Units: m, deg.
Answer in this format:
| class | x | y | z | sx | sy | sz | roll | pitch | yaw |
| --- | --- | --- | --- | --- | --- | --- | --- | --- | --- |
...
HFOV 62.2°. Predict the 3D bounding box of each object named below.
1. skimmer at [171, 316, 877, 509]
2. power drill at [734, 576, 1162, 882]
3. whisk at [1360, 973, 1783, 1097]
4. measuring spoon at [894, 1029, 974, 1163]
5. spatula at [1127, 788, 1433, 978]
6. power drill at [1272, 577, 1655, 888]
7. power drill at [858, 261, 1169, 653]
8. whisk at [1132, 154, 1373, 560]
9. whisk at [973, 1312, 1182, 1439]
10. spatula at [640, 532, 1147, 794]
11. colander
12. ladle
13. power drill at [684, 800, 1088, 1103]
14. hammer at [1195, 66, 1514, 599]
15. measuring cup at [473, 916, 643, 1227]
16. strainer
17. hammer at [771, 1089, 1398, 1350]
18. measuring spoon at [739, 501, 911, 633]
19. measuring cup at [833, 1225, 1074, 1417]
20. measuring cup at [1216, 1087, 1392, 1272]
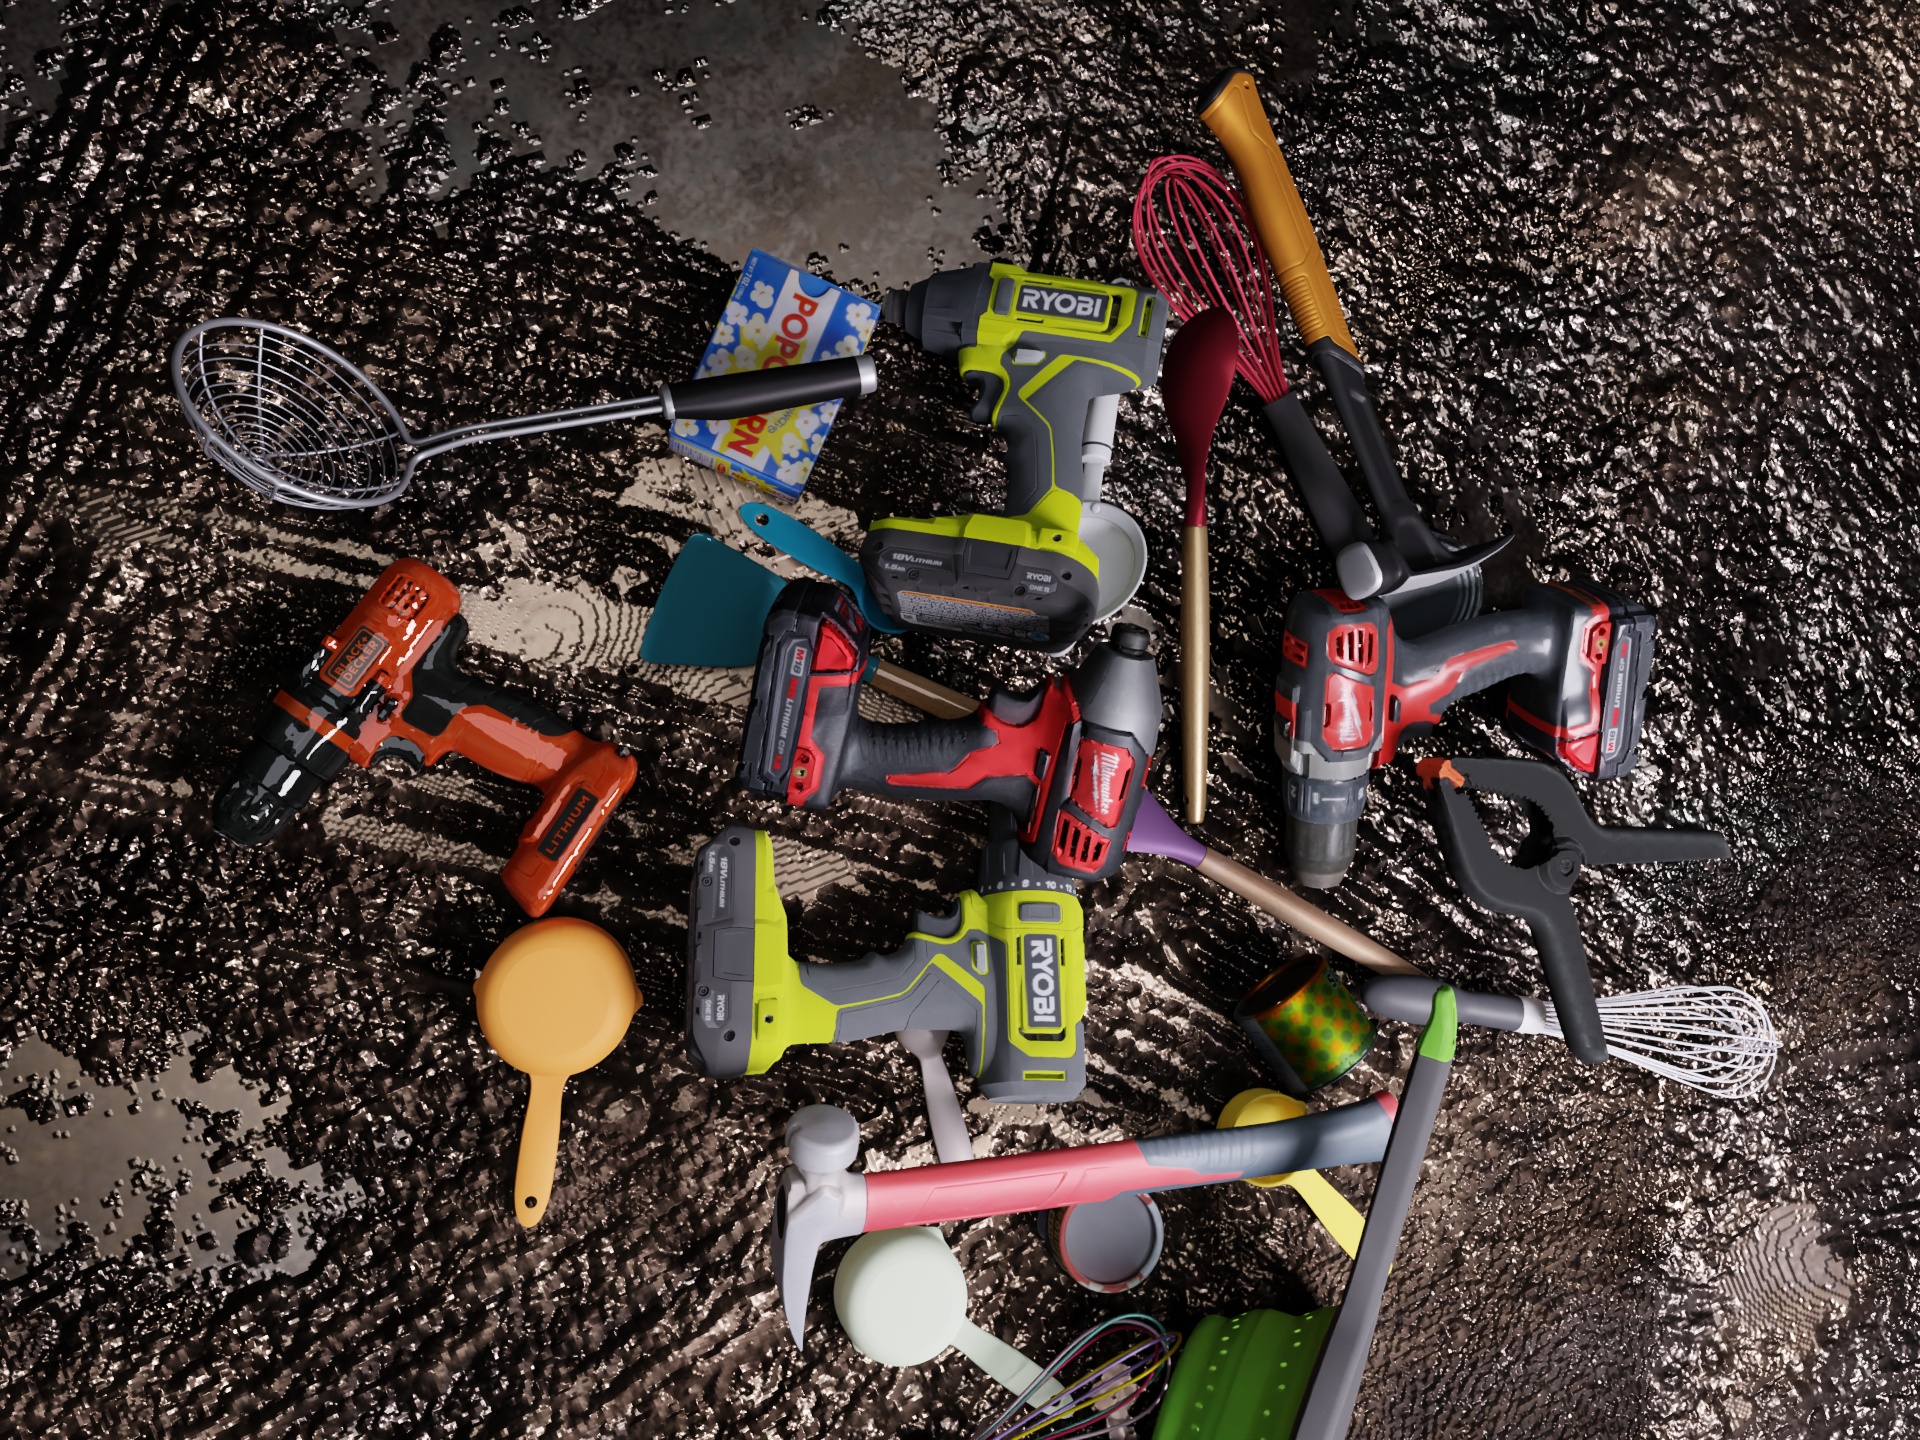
| class | x | y | z | sx | sy | sz | roll | pitch | yaw |
| --- | --- | --- | --- | --- | --- | --- | --- | --- | --- |
| skimmer | -0.222 | -0.185 | 0.862 | 0.363 | 0.090 | 0.127 | -11 | 55 | -13 |
| power drill | -0.001 | -0.003 | 0.867 | 0.219 | 0.079 | 0.143 | 13 | 108 | -2 |
| whisk | 0.385 | 0.190 | 0.999 | 0.284 | 0.070 | 0.070 | 9 | 83 | -9 |
| measuring spoon | -0.010 | 0.224 | 0.941 | 0.034 | 0.018 | 0.124 | -14 | 86 | -12 |
| spatula | 0.167 | 0.093 | 0.975 | 0.315 | 0.018 | 0.060 | 30 | 52 | -13 |
| power drill | 0.299 | 0.005 | 0.980 | 0.226 | 0.080 | 0.187 | -6 | 112 | -13 |
| power drill | 0.021 | -0.163 | 0.937 | 0.171 | 0.080 | 0.223 | 10 | 71 | 7 |
| whisk | 0.191 | -0.220 | 1.005 | 0.073 | 0.073 | 0.296 | -31 | 97 | -12 |
| whisk | 0.020 | 0.411 | 0.905 | 0.245 | 0.047 | 0.051 | -30 | 113 | -2 |
| spatula | -0.028 | -0.015 | 0.947 | 0.317 | 0.044 | 0.082 | 24 | 102 | -10 |
| colander | 0.184 | 0.328 | 0.893 | 0.094 | 0.204 | 0.397 | 17 | 95 | 22 |
| ladle | 0.144 | -0.093 | 0.974 | 0.031 | 0.069 | 0.315 | -4 | 97 | -26 |
| power drill | -0.039 | 0.120 | 0.912 | 0.228 | 0.080 | 0.191 | 3 | 71 | -13 |
| hammer | 0.223 | -0.238 | 0.953 | 0.127 | 0.034 | 0.337 | -14 | 80 | -34 |
| measuring cup | -0.230 | 0.196 | 0.882 | 0.095 | 0.052 | 0.174 | 7 | 82 | -11 |
| strainer | 0.085 | -0.156 | 0.984 | 0.087 | 0.050 | 0.258 | 3 | 76 | 24 |
| hammer | 0.086 | 0.266 | 0.899 | 0.386 | 0.038 | 0.143 | -1 | 116 | -20 |
| measuring spoon | -0.078 | -0.094 | 0.962 | 0.128 | 0.021 | 0.042 | 32 | 79 | 2 |
| measuring cup | 0.003 | 0.360 | 0.921 | 0.167 | 0.038 | 0.083 | 37 | 79 | -5 |
| measuring cup | 0.214 | 0.288 | 0.983 | 0.062 | 0.029 | 0.156 | -44 | 106 | -11 |
